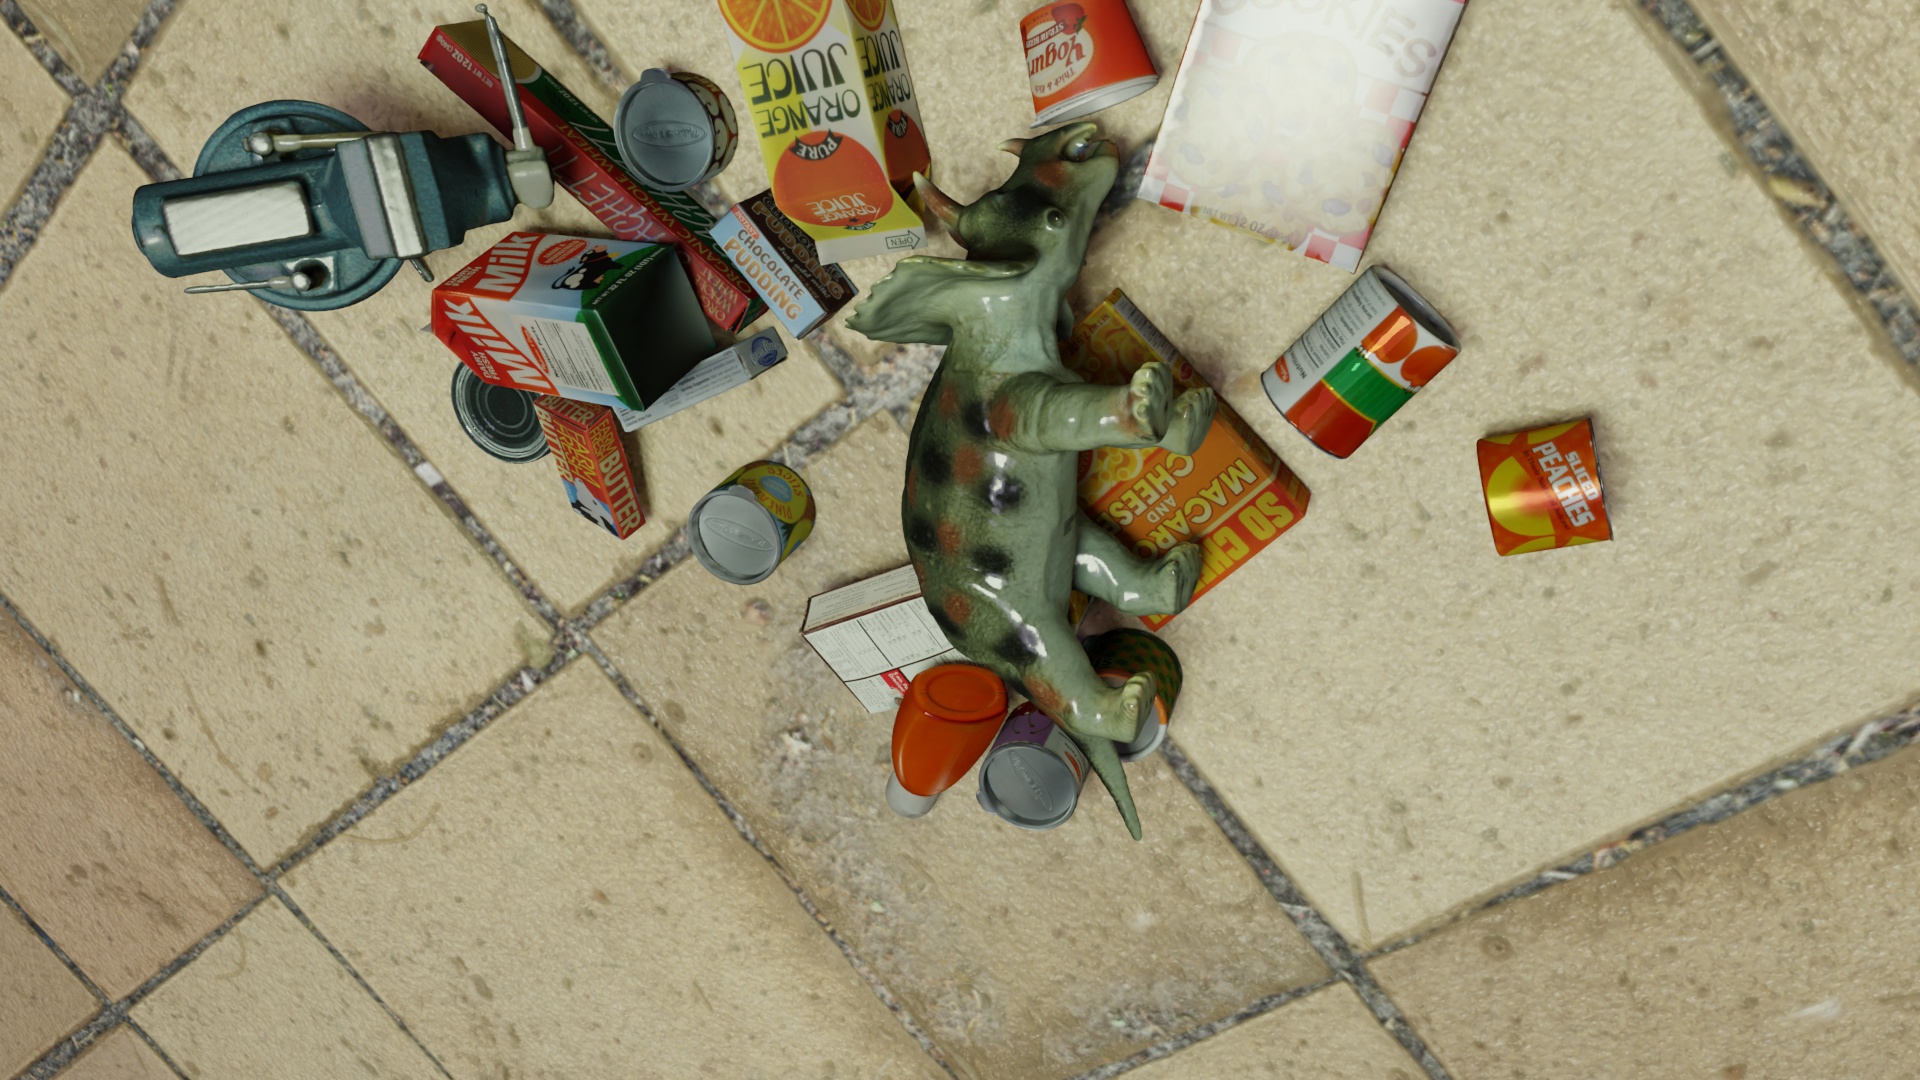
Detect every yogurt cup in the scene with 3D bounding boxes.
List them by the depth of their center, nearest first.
[{"bbox_3d":[0.064,-0.254,0.726,0.072,0.073,0.054,-14,100,24],"label":"yogurt cup"}]

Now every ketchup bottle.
[{"bbox_3d":[-0.017,0.136,0.915,0.065,0.044,0.148,2,144,-17],"label":"ketchup bottle"}]

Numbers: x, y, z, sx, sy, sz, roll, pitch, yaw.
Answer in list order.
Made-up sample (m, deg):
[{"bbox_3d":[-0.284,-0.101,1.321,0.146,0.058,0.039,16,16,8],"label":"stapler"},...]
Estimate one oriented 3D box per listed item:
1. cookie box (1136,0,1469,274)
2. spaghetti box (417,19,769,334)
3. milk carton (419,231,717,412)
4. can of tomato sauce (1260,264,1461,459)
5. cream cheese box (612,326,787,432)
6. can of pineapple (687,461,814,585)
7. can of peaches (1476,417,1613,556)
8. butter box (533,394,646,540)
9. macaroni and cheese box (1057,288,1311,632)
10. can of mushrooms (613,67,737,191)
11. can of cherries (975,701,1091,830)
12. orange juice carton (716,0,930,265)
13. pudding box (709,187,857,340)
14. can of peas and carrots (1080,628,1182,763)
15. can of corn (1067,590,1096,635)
[{"bbox_3d":[0.176,-0.237,0.707,0.123,0.040,0.166,22,118,9],"label":"cookie box"},{"bbox_3d":[-0.215,-0.222,0.845,0.250,0.050,0.028,41,121,-2],"label":"spaghetti box"},{"bbox_3d":[-0.251,-0.139,0.856,0.190,0.073,0.073,12,137,33],"label":"milk carton"},{"bbox_3d":[0.215,-0.094,0.744,0.071,0.071,0.082,41,119,-2],"label":"can of tomato sauce"},{"bbox_3d":[-0.165,-0.101,0.880,0.103,0.053,0.024,-19,104,25],"label":"cream cheese box"},{"bbox_3d":[-0.135,-0.014,0.906,0.071,0.058,0.070,7,115,16],"label":"can of pineapple"},{"bbox_3d":[0.310,-0.028,0.737,0.058,0.071,0.071,-10,109,24],"label":"can of peaches"},{"bbox_3d":[-0.245,-0.051,0.919,0.053,0.024,0.103,27,144,27],"label":"butter box"},{"bbox_3d":[0.104,-0.045,0.819,0.166,0.040,0.123,46,119,-4],"label":"macaroni and cheese box"},{"bbox_3d":[-0.169,-0.246,0.828,0.071,0.033,0.070,8,116,17],"label":"can of mushrooms"},{"bbox_3d":[0.049,0.147,0.914,0.071,0.059,0.071,8,116,16],"label":"can of cherries"},{"bbox_3d":[-0.073,-0.251,0.769,0.072,0.073,0.192,-7,111,22],"label":"orange juice carton"},{"bbox_3d":[-0.105,-0.166,0.832,0.030,0.050,0.083,-34,98,30],"label":"pudding box"},{"bbox_3d":[0.100,0.096,0.873,0.071,0.059,0.070,7,115,16],"label":"can of peas and carrots"},{"bbox_3d":[0.046,0.033,0.863,0.071,0.058,0.071,7,115,16],"label":"can of corn"}]
